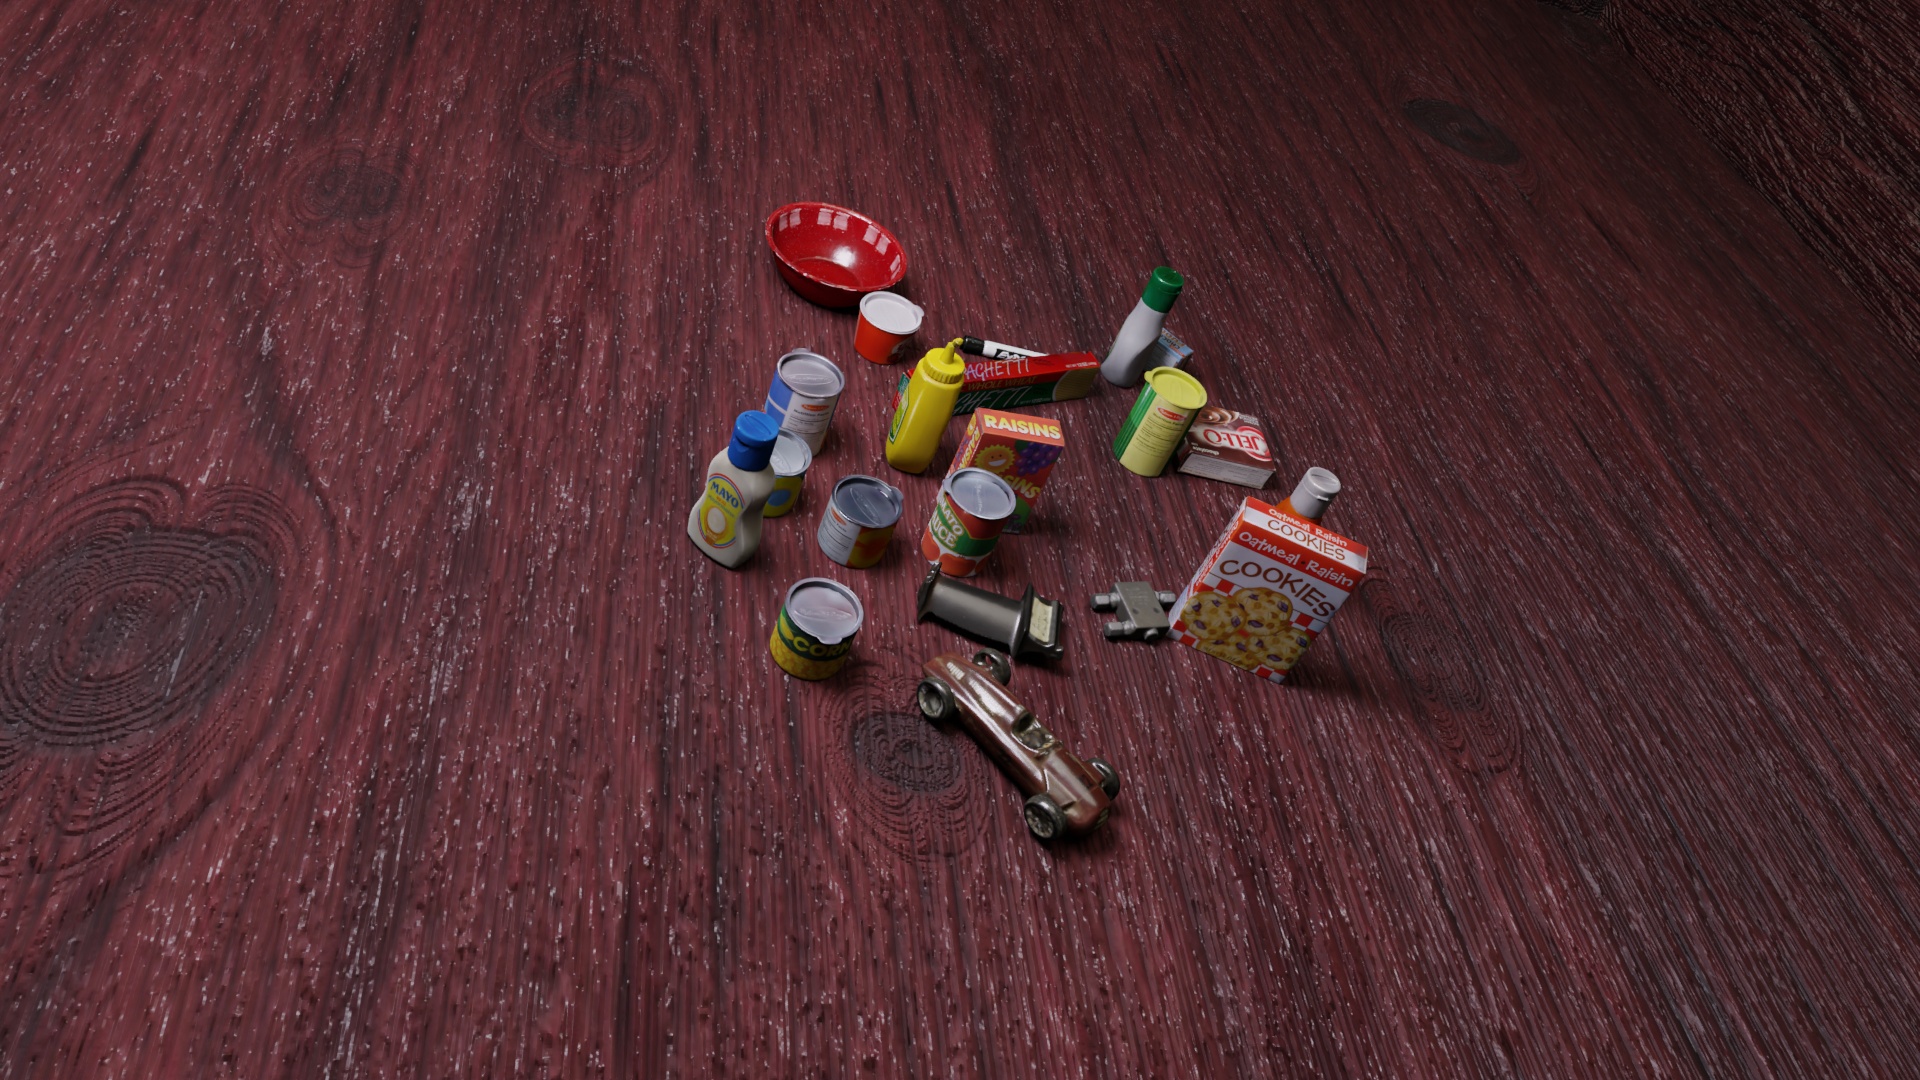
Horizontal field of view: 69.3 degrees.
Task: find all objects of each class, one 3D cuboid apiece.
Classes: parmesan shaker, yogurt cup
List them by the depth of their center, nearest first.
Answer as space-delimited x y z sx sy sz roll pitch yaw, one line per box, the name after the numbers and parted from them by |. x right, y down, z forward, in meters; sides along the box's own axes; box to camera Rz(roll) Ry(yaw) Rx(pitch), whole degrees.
-0.081 -0.226 1.492 0.072 0.053 0.073 14 43 -13 | yogurt cup
0.211 -0.128 1.497 0.071 0.102 0.072 14 43 -13 | parmesan shaker

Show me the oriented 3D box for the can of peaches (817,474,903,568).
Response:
-0.091 -0.017 1.270 0.071 0.057 0.071 14 43 -13 | can of peaches

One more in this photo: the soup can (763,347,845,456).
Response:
-0.154 -0.131 1.337 0.071 0.083 0.072 14 43 -13 | soup can

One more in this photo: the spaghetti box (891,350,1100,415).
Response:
0.042 -0.168 1.495 0.251 0.049 0.029 -11 53 -34 | spaghetti box

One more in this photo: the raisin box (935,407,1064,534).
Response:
0.037 -0.066 1.333 0.086 0.122 0.040 8 44 -19 | raisin box

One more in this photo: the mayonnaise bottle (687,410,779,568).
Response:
-0.190 -0.045 1.182 0.065 0.147 0.041 38 43 13 | mayonnaise bottle

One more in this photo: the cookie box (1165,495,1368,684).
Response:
0.285 0.048 1.303 0.123 0.166 0.040 23 41 -2 | cookie box

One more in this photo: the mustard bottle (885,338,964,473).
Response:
-0.030 -0.138 1.347 0.049 0.159 0.066 14 43 -13 | mustard bottle

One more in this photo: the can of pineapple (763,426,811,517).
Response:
-0.177 -0.063 1.275 0.071 0.057 0.071 14 43 -13 | can of pineapple

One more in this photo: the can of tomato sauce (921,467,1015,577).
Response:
0.005 -0.016 1.296 0.071 0.082 0.071 14 43 -13 | can of tomato sauce

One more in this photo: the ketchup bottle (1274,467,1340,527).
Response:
0.331 -0.009 1.398 0.065 0.148 0.044 15 42 -12 | ketchup bottle

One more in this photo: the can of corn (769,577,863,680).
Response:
-0.120 0.076 1.159 0.071 0.058 0.071 14 43 -13 | can of corn

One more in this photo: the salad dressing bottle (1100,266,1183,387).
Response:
0.208 -0.242 1.579 0.044 0.146 0.064 37 43 13 | salad dressing bottle

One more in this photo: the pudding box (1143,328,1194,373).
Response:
0.229 -0.227 1.647 0.084 0.049 0.030 40 43 16 | pudding box
